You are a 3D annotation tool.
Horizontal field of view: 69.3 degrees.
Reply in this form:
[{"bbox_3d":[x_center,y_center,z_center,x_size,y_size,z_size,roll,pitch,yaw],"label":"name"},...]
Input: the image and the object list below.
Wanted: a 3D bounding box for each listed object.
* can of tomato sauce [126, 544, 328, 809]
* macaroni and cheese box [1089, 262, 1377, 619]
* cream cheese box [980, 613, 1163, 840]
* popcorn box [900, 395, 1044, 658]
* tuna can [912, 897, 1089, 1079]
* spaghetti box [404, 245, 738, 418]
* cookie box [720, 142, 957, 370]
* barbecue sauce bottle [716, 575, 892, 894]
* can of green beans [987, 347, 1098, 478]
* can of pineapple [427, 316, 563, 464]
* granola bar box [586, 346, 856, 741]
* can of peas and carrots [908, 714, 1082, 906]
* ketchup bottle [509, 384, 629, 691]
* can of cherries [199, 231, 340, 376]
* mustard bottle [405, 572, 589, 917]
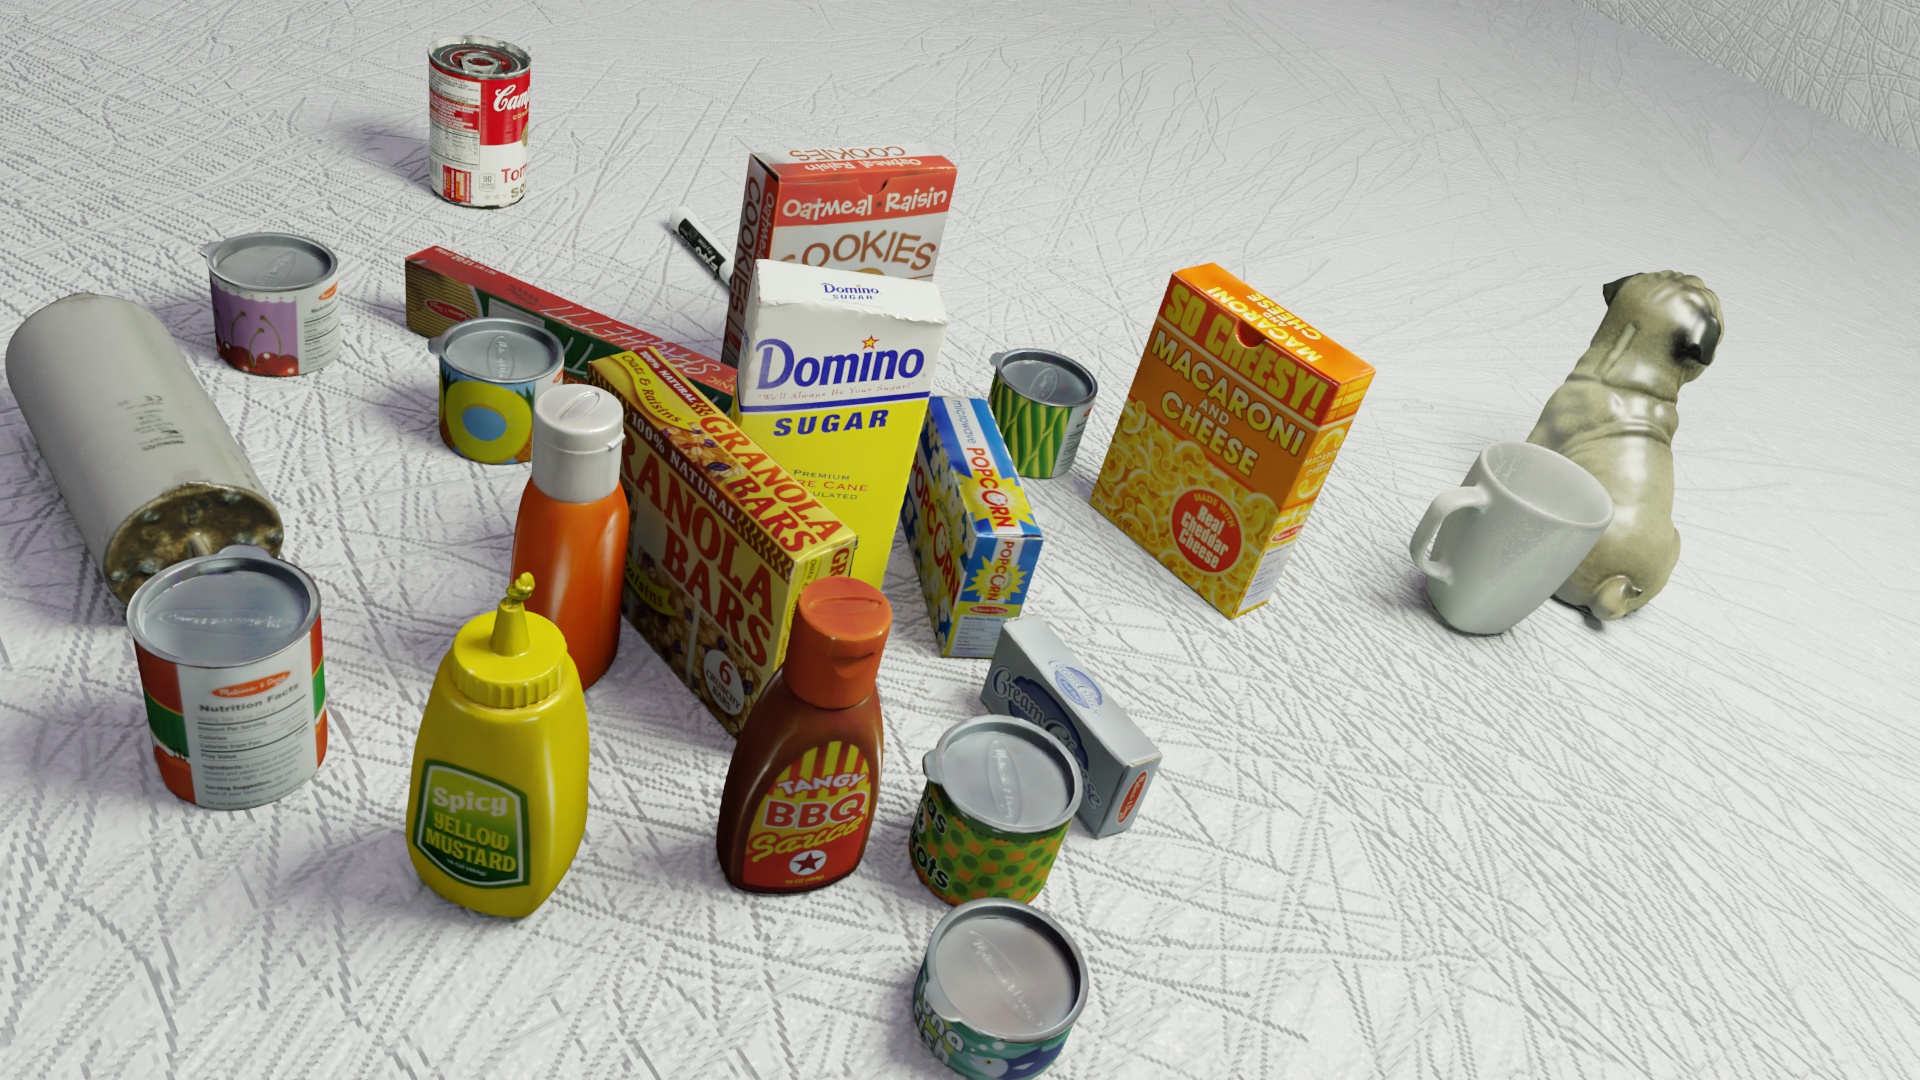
[{"bbox_3d":[-0.293,0.056,0.561,0.071,0.082,0.071,10,37,-8],"label":"can of tomato sauce"},{"bbox_3d":[0.150,-0.056,0.801,0.040,0.165,0.124,-20,49,-38],"label":"macaroni and cheese box"},{"bbox_3d":[0.051,0.088,0.671,0.024,0.053,0.104,-13,45,-33],"label":"cream cheese box"},{"bbox_3d":[0.003,-0.009,0.753,0.038,0.084,0.127,2,39,-18],"label":"popcorn box"},{"bbox_3d":[0.013,0.180,0.555,0.071,0.032,0.071,10,37,-8],"label":"tuna can"},{"bbox_3d":[-0.218,-0.108,0.828,0.250,0.049,0.029,23,37,9],"label":"spaghetti box"},{"bbox_3d":[-0.076,-0.154,0.843,0.123,0.166,0.040,-15,46,-35],"label":"cookie box"},{"bbox_3d":[-0.059,0.081,0.561,0.065,0.147,0.044,-2,40,-23],"label":"barbecue sauce bottle"},{"bbox_3d":[0.048,-0.081,0.886,0.071,0.057,0.071,10,37,-8],"label":"can of green beans"},{"bbox_3d":[-0.259,-0.084,0.776,0.071,0.057,0.071,10,37,-8],"label":"can of pineapple"},{"bbox_3d":[-0.122,0.003,0.658,0.039,0.123,0.166,-21,50,-39],"label":"granola bar box"},{"bbox_3d":[0.012,0.120,0.610,0.071,0.058,0.071,10,37,-8],"label":"can of peas and carrots"},{"bbox_3d":[-0.174,0.001,0.621,0.043,0.148,0.065,22,37,8],"label":"ketchup bottle"},{"bbox_3d":[-0.393,-0.135,0.793,0.071,0.058,0.072,10,37,-8],"label":"can of cherries"},{"bbox_3d":[-0.171,0.074,0.518,0.065,0.159,0.049,17,36,2],"label":"mustard bottle"}]
